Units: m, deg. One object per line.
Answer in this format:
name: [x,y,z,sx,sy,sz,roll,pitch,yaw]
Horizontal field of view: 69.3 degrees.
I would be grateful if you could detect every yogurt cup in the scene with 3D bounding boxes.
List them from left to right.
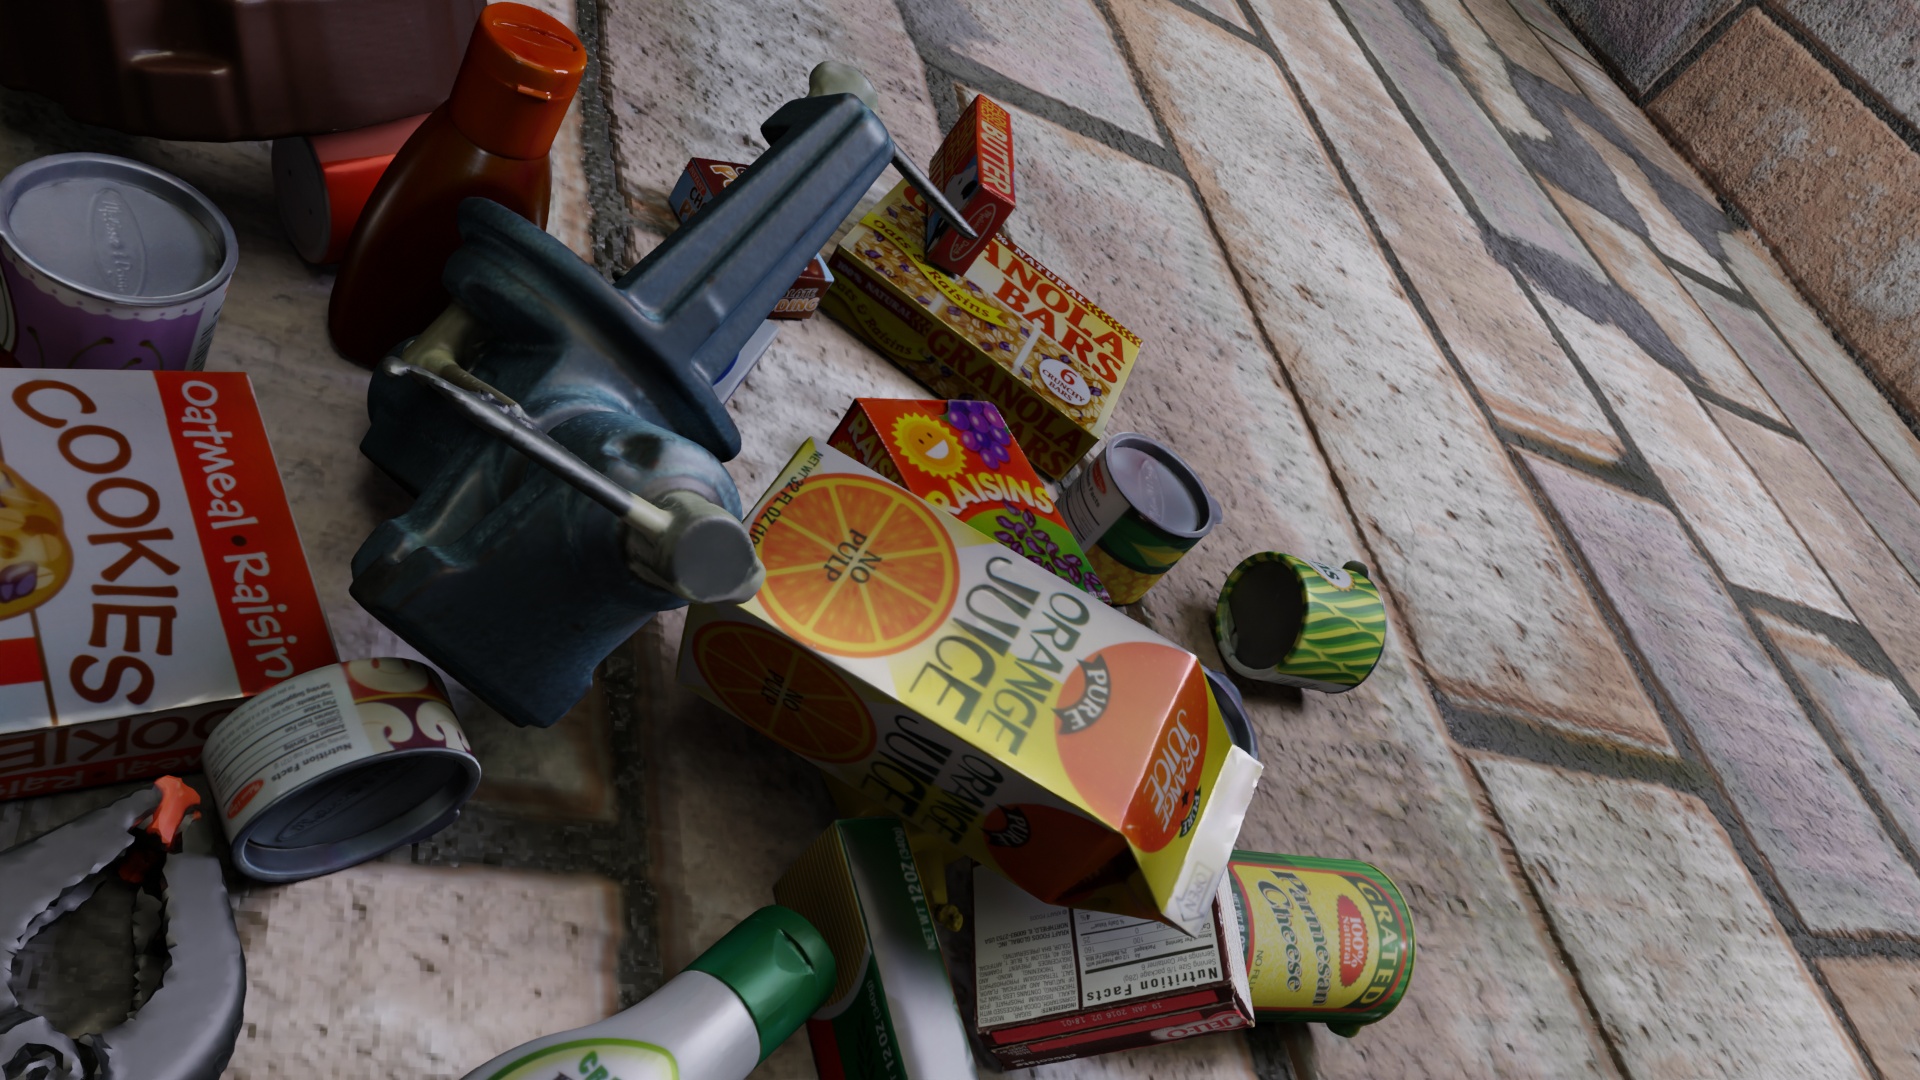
yogurt cup: [-0.232,-0.139,0.544,0.054,0.072,0.072,-19,66,-40]

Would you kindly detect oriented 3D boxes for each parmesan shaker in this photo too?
parmesan shaker: [0.119,0.159,0.547,0.103,0.071,0.071,12,45,-32]

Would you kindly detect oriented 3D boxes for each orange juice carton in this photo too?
orange juice carton: [0.007,0.054,0.464,0.193,0.072,0.072,30,55,4]

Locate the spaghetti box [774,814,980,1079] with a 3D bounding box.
spaghetti box: [-0.005,0.203,0.406,0.029,0.050,0.251,6,49,-35]

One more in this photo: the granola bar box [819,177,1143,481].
granola bar box: [0.013,-0.120,0.757,0.165,0.039,0.125,36,37,-6]

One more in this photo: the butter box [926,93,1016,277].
butter box: [0.005,-0.192,0.746,0.024,0.053,0.104,26,39,-22]

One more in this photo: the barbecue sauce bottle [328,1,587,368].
barbecue sauce bottle: [-0.178,-0.122,0.502,0.065,0.147,0.044,8,49,-36]

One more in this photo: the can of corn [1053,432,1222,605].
can of corn: [0.085,-0.009,0.691,0.071,0.058,0.071,24,40,-21]

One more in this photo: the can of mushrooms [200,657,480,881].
can of mushrooms: [-0.172,0.064,0.390,0.071,0.070,0.033,-8,57,-45]

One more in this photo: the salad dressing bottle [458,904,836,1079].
salad dressing bottle: [-0.093,0.154,0.384,0.064,0.043,0.148,47,37,9]

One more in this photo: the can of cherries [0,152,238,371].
can of cherries: [-0.279,-0.082,0.449,0.071,0.058,0.072,24,41,-22]

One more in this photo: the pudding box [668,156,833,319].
pudding box: [-0.104,-0.150,0.693,0.050,0.030,0.084,-4,56,-44]

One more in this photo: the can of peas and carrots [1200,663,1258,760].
can of peas and carrots: [0.083,0.089,0.591,0.071,0.058,0.071,24,39,-22]

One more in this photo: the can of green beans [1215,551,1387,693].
can of green beans: [0.173,0.042,0.710,0.058,0.071,0.071,13,45,-32]

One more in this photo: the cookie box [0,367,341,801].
cookie box: [-0.271,0.010,0.378,0.168,0.040,0.123,-5,56,-43]

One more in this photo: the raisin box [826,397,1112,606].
raisin box: [0.002,-0.008,0.635,0.086,0.040,0.124,-4,55,-42]

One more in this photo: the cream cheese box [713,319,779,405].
cream cheese box: [-0.123,-0.078,0.608,0.053,0.024,0.104,35,37,-9]

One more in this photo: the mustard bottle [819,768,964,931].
mustard bottle: [-0.026,0.072,0.521,0.065,0.048,0.161,7,49,-31]
